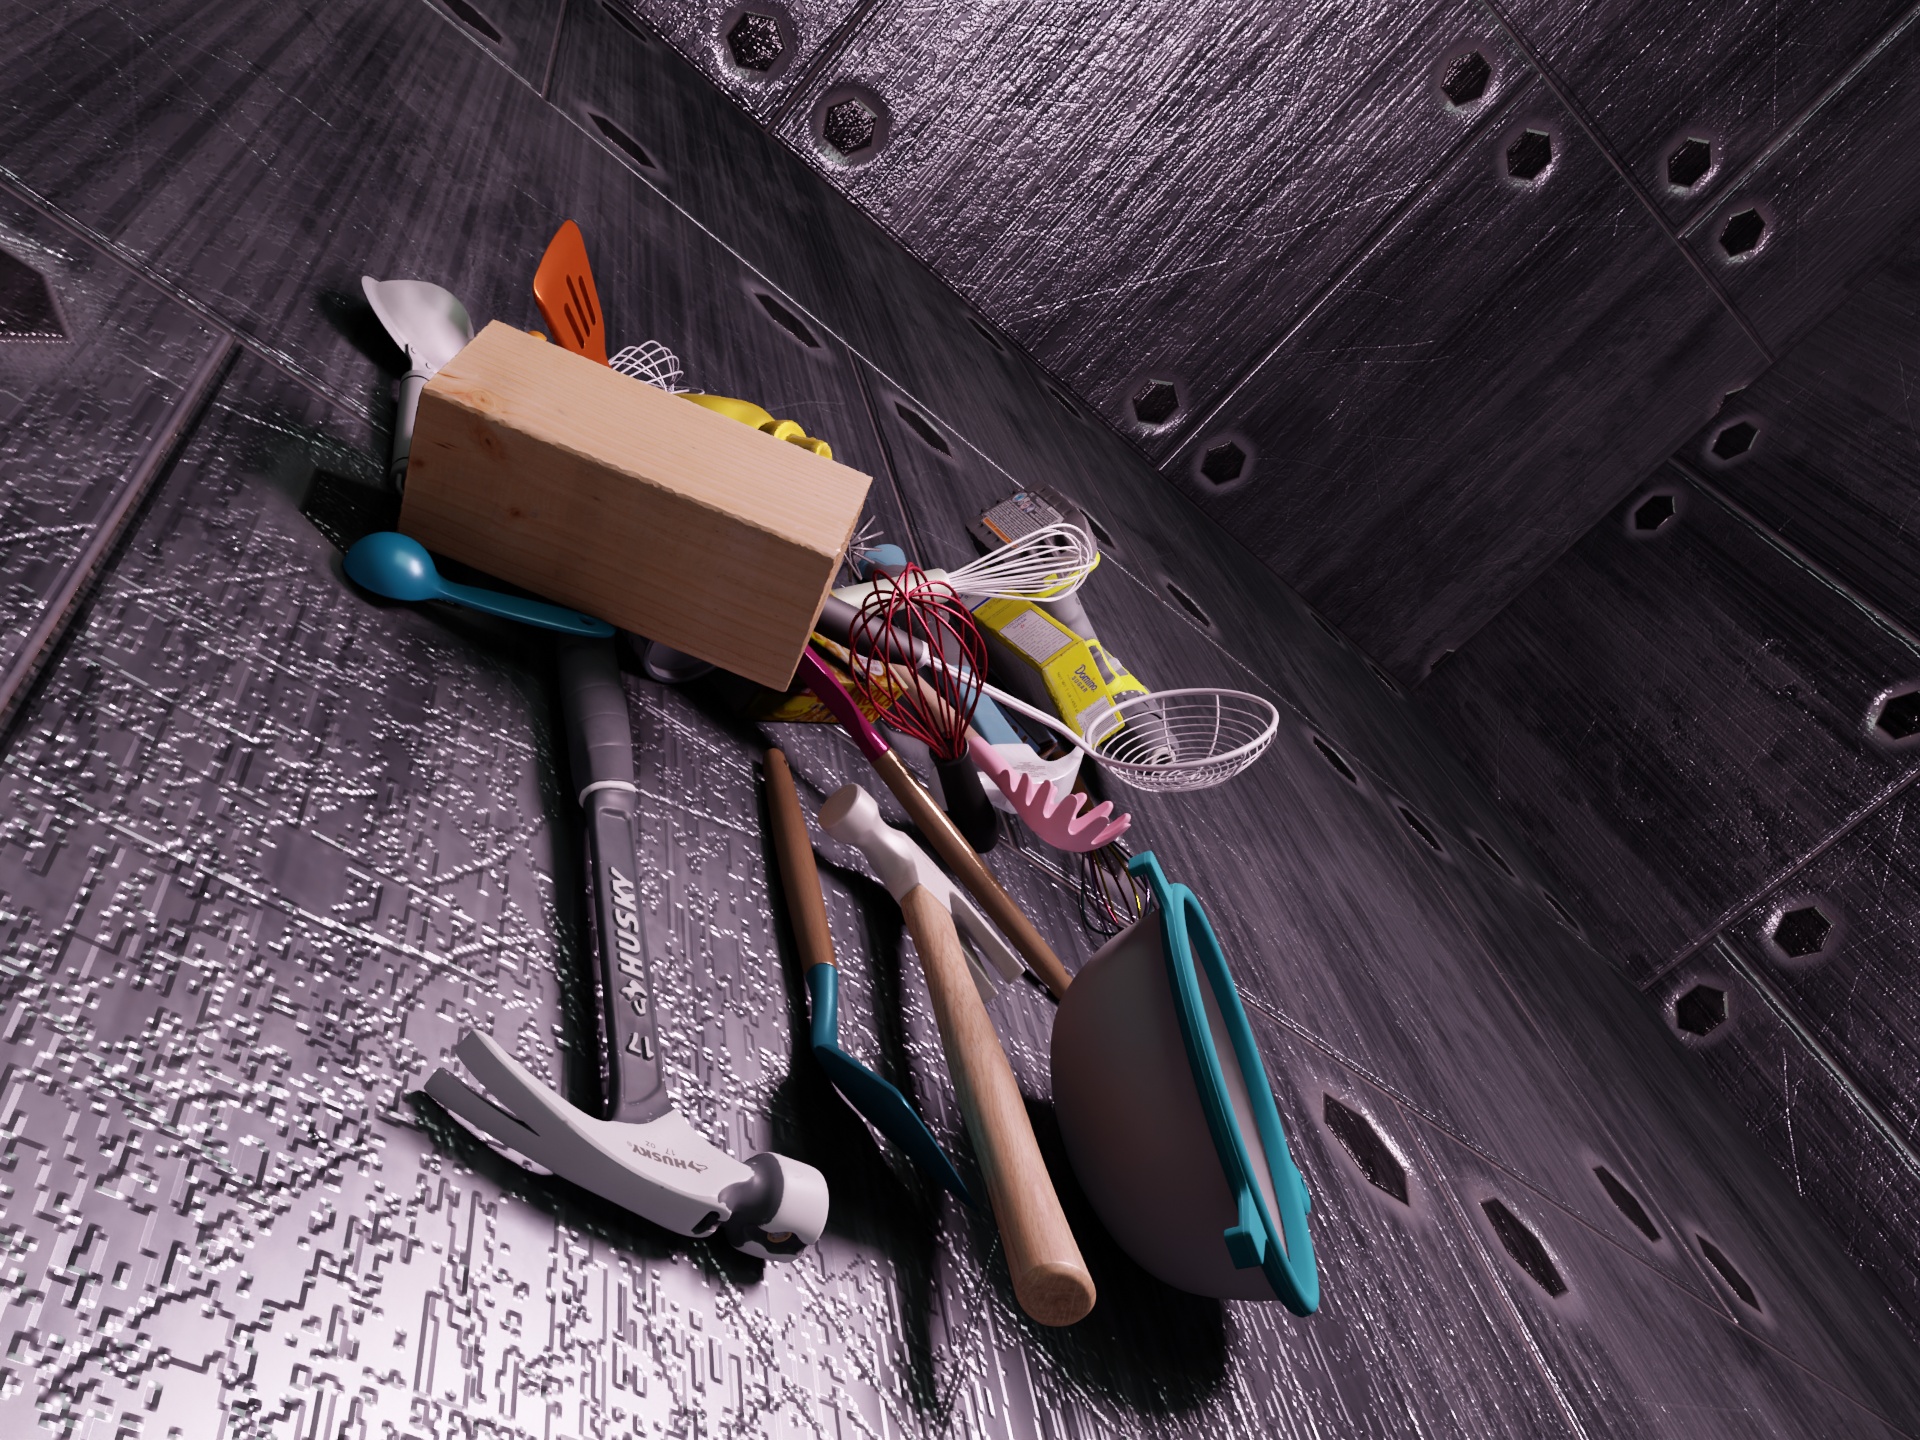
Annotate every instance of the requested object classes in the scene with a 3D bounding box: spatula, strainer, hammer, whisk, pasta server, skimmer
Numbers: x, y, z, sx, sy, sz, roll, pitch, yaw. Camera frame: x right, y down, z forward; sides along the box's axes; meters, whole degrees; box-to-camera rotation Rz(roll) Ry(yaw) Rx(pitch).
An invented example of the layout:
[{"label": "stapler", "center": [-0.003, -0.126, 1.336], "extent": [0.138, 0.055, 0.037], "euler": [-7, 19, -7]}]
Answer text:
[{"label": "spatula", "center": [-0.060, 0.101, 0.762], "extent": [0.082, 0.044, 0.318], "euler": [62, 3, -36]}, {"label": "strainer", "center": [0.119, 0.223, 0.835], "extent": [0.340, 0.095, 0.211], "euler": [56, 19, -56]}, {"label": "hammer", "center": [-0.010, -0.040, 1.161], "extent": [0.128, 0.033, 0.331], "euler": [0, 34, -24]}, {"label": "hammer", "center": [-0.157, 0.044, 0.692], "extent": [0.149, 0.036, 0.409], "euler": [31, 21, -34]}, {"label": "whisk", "center": [0.095, 0.090, 1.153], "extent": [0.047, 0.051, 0.245], "euler": [59, 5, -28]}, {"label": "whisk", "center": [-0.007, -0.098, 1.143], "extent": [0.246, 0.059, 0.058], "euler": [-14, 26, -27]}, {"label": "pasta server", "center": [-0.002, -0.003, 1.034], "extent": [0.060, 0.040, 0.317], "euler": [20, 16, -44]}, {"label": "skimmer", "center": [0.038, -0.043, 1.007], "extent": [0.363, 0.090, 0.127], "euler": [25, 10, -24]}, {"label": "strainer", "center": [-0.302, -0.191, 0.893], "extent": [0.086, 0.050, 0.259], "euler": [49, 14, -39]}, {"label": "spatula", "center": [-0.171, -0.174, 1.035], "extent": [0.322, 0.041, 0.081], "euler": [49, 35, -35]}, {"label": "whisk", "center": [-0.010, 0.007, 0.902], "extent": [0.073, 0.073, 0.295], "euler": [55, -9, 30]}, {"label": "whisk", "center": [-0.085, -0.128, 1.155], "extent": [0.055, 0.055, 0.239], "euler": [43, 1, -6]}, {"label": "hammer", "center": [0.005, 0.149, 0.744], "extent": [0.130, 0.031, 0.332], "euler": [46, 9, -27]}, {"label": "whisk", "center": [-0.244, -0.201, 1.025], "extent": [0.070, 0.070, 0.285], "euler": [44, 23, -1]}]

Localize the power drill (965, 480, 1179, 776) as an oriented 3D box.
[{"label": "power drill", "center": [0.100, -0.067, 1.306], "extent": [0.228, 0.080, 0.191], "euler": [62, -4, -30]}]

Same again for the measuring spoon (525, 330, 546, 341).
[{"label": "measuring spoon", "center": [-0.284, -0.237, 1.048], "extent": [0.011, 0.021, 0.117], "euler": [60, 3, -31]}]

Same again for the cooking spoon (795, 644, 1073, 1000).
[{"label": "cooking spoon", "center": [-0.031, 0.040, 0.921], "extent": [0.318, 0.017, 0.069], "euler": [52, 0, -9]}]

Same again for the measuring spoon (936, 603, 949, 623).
[{"label": "measuring spoon", "center": [-0.005, -0.063, 1.296], "extent": [0.034, 0.018, 0.124], "euler": [28, 25, -43]}]

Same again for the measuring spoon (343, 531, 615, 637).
[{"label": "measuring spoon", "center": [-0.223, -0.065, 0.751], "extent": [0.128, 0.021, 0.042], "euler": [15, 26, -26]}]
